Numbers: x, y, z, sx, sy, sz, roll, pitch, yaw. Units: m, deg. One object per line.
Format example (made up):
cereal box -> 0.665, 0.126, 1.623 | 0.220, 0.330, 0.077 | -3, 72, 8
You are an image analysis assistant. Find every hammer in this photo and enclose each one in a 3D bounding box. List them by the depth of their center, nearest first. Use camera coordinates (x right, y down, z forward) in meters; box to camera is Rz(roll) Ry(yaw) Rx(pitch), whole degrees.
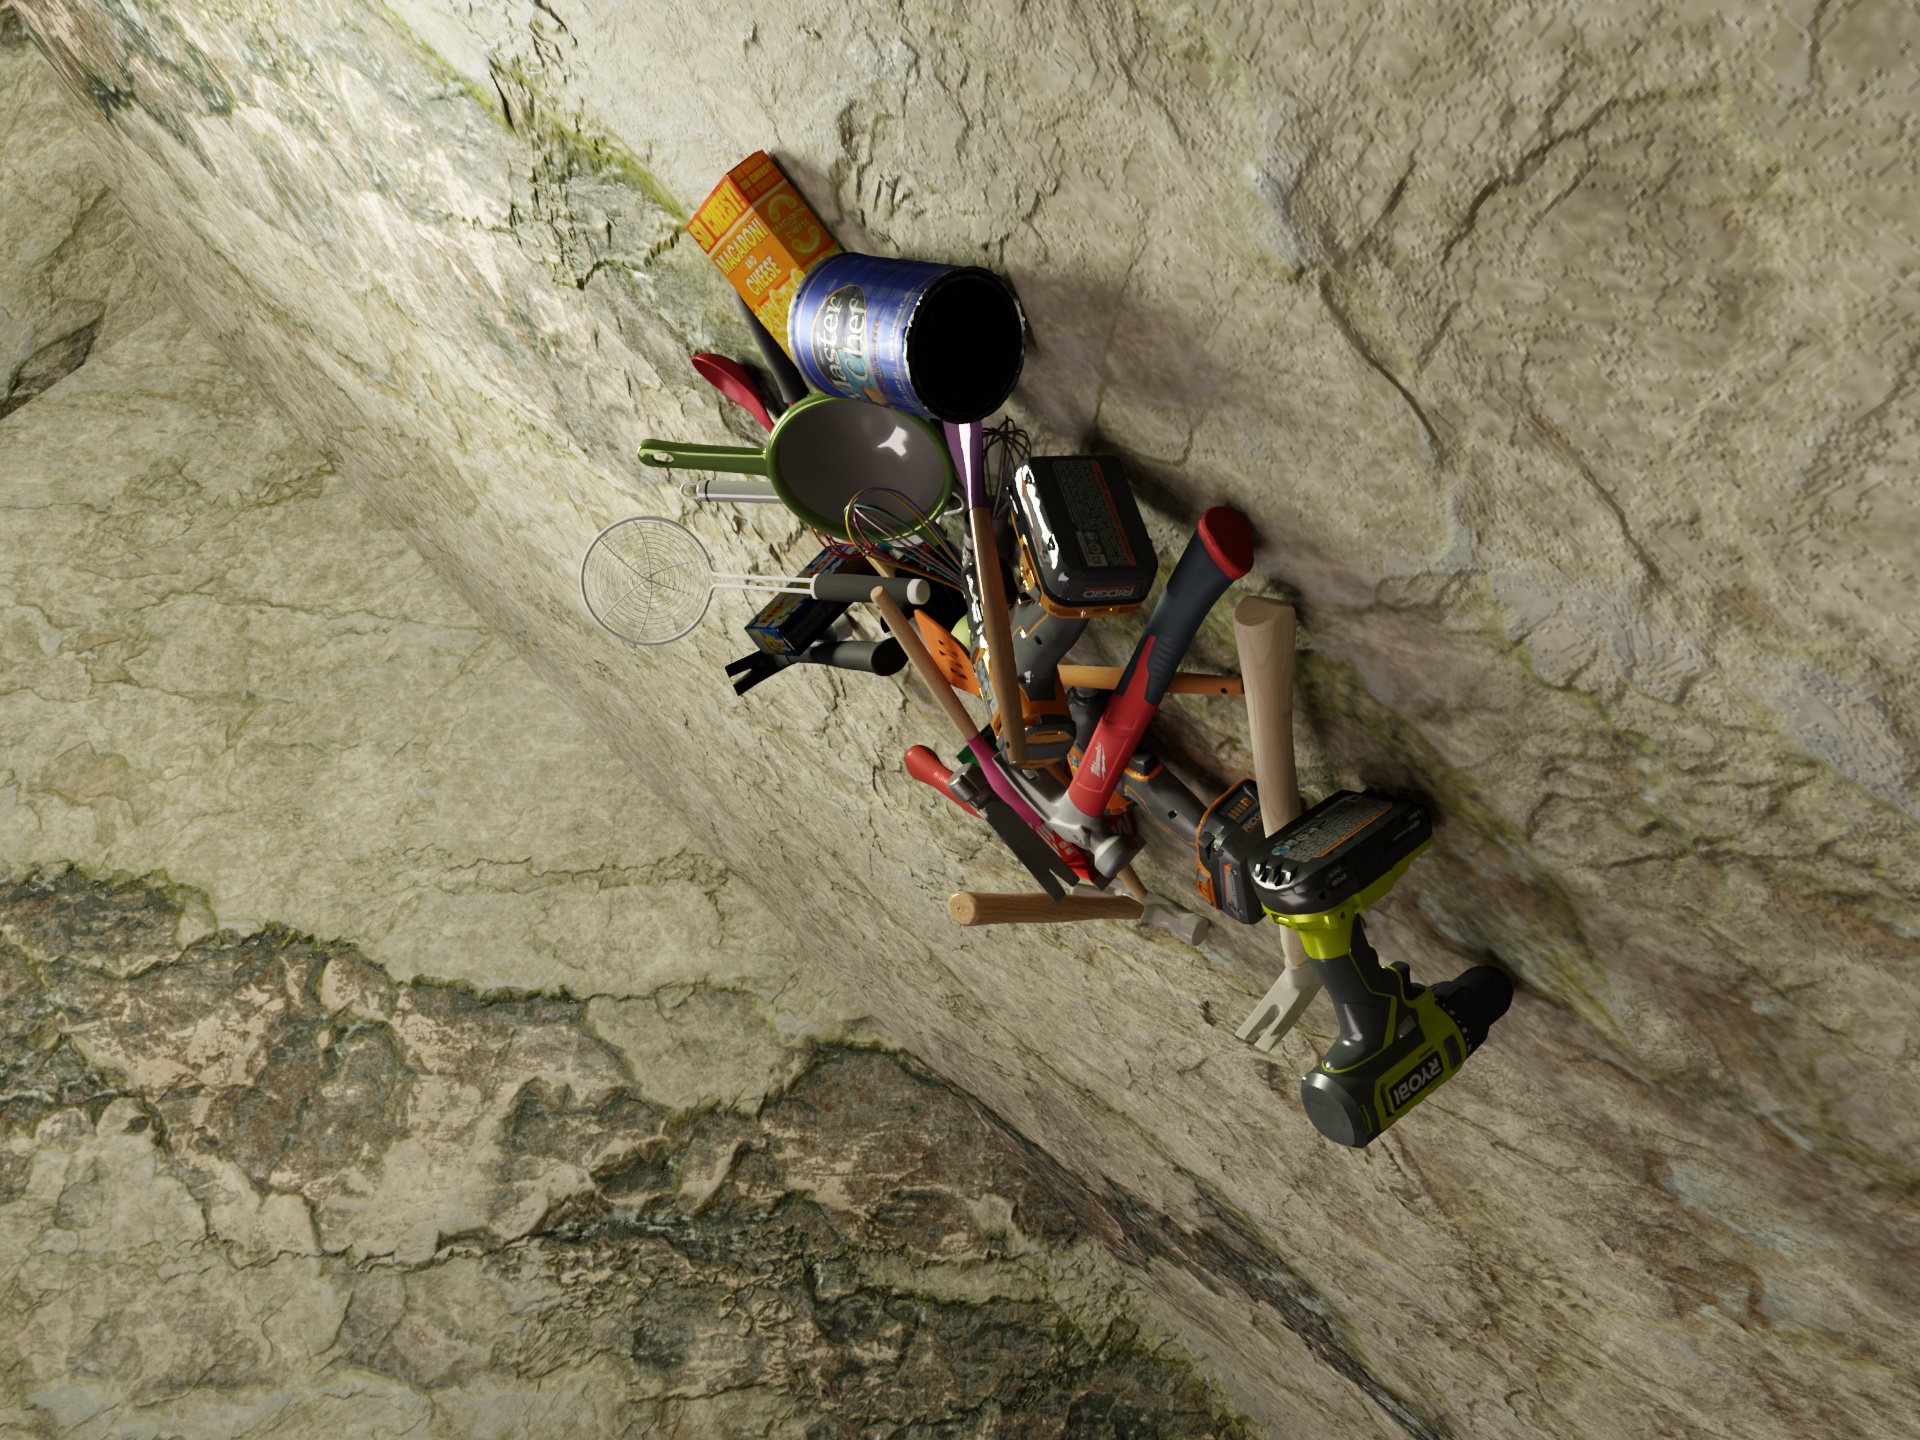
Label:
hammer -> 0.234, 0.079, 1.178 | 0.038, 0.146, 0.410 | 23, 146, 36
hammer -> 0.121, -0.029, 1.186 | 0.143, 0.038, 0.386 | 44, 147, 18
hammer -> 0.099, 0.173, 1.481 | 0.130, 0.031, 0.331 | 25, -170, 37
hammer -> -0.129, -0.063, 1.555 | 0.035, 0.146, 0.335 | 66, 162, -13
hammer -> 0.009, 0.078, 1.557 | 0.149, 0.037, 0.359 | 48, 175, -14

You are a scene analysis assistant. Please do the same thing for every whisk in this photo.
whisk -> 0.028, -0.163, 1.243 | 0.055, 0.055, 0.238 | 41, 164, 14
whisk -> -0.006, -0.115, 1.296 | 0.051, 0.047, 0.244 | -17, 143, 39
whisk -> -0.133, -0.262, 1.364 | 0.073, 0.073, 0.295 | 25, 146, 46

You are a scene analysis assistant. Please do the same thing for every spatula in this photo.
spatula -> 0.016, -0.123, 1.119 | 0.060, 0.018, 0.316 | 147, 117, -62
spatula -> 0.088, -0.043, 1.284 | 0.323, 0.041, 0.081 | 5, 132, 37

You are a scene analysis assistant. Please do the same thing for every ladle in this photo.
ladle -> 0.090, 0.035, 1.449 | 0.320, 0.062, 0.078 | 54, -164, -16
ladle -> -0.136, -0.223, 1.489 | 0.315, 0.031, 0.069 | 50, 168, -16

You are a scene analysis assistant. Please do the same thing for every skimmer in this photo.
skimmer -> -0.198, -0.125, 1.481 | 0.363, 0.090, 0.127 | 6, 99, 35

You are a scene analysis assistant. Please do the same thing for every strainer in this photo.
strainer -> -0.128, -0.222, 1.276 | 0.256, 0.069, 0.151 | 5, 138, 7
strainer -> -0.116, -0.194, 1.350 | 0.258, 0.050, 0.086 | 4, 113, 12

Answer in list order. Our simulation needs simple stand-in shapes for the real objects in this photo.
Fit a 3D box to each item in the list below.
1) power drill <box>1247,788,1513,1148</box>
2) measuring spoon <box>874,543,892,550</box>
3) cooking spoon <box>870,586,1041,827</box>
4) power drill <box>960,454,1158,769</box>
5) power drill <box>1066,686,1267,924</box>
power drill -> 0.310, 0.169, 1.151 | 0.080, 0.190, 0.228 | 11, 126, 59
measuring spoon -> -0.106, -0.204, 1.467 | 0.128, 0.021, 0.042 | 49, 160, -10
cooking spoon -> -0.002, -0.005, 1.412 | 0.069, 0.017, 0.318 | 29, 159, 47
power drill -> 0.057, -0.097, 1.162 | 0.226, 0.084, 0.186 | 111, 149, -52
power drill -> 0.172, 0.054, 1.320 | 0.227, 0.084, 0.164 | 37, 159, 36
